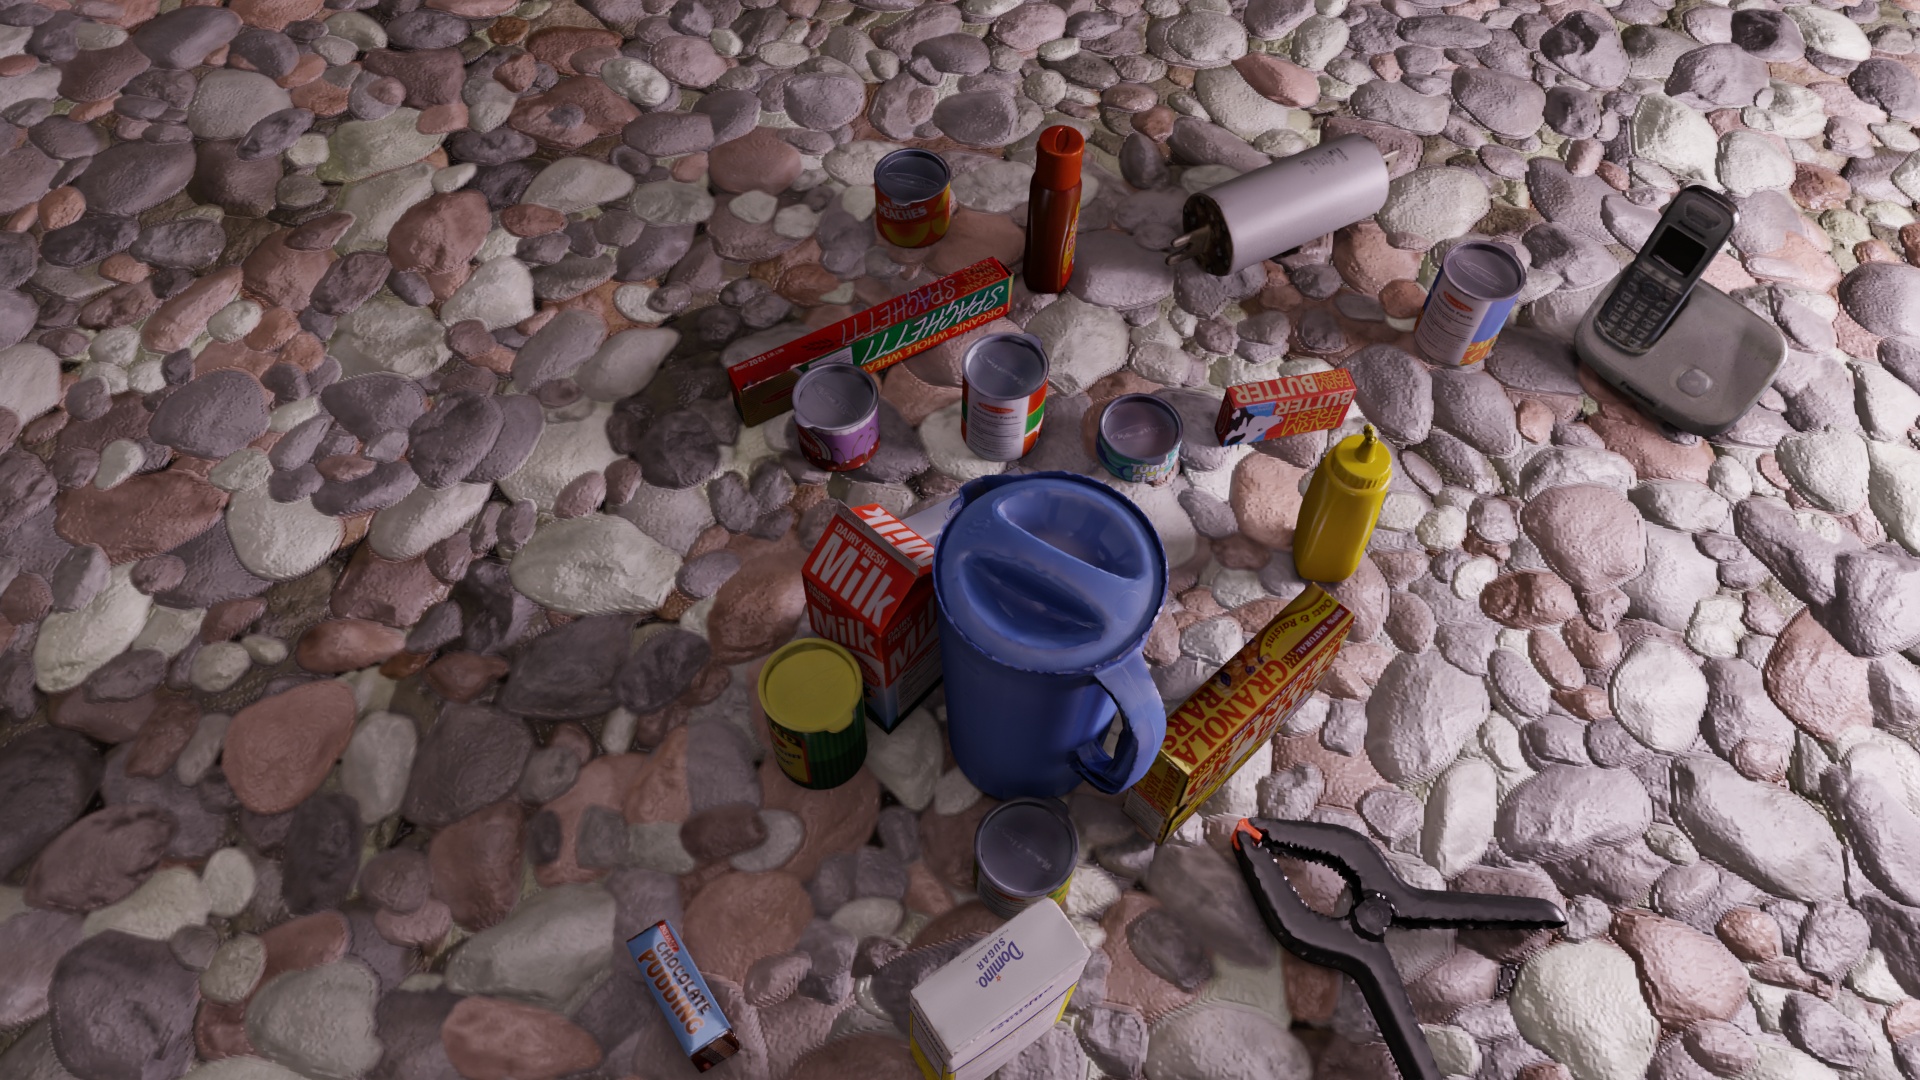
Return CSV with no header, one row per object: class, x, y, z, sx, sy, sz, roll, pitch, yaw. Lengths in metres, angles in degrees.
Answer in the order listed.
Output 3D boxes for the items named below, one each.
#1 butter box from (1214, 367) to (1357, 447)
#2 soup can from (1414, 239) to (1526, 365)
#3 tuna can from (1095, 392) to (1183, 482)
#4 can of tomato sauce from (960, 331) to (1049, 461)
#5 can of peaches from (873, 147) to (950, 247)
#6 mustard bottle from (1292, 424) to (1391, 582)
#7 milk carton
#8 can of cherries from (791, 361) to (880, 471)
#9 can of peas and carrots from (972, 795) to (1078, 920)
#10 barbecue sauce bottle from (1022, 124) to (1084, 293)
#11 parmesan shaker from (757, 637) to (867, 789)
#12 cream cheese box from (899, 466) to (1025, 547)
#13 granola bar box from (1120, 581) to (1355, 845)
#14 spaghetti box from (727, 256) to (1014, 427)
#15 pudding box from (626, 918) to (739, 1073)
butter box,0.257,-0.105,1.102,0.103,0.053,0.024,-10,59,-7
soup can,0.420,-0.196,1.144,0.071,0.083,0.071,1,58,-1
tuna can,0.141,-0.079,1.094,0.071,0.032,0.071,1,58,-1
can of tomato sauce,0.034,-0.112,1.083,0.071,0.082,0.071,1,58,-1
can of peaches,-0.043,-0.297,1.212,0.071,0.057,0.071,1,58,-1
mustard bottle,0.276,-0.031,0.992,0.049,0.159,0.065,7,58,3
milk carton,-0.052,0.045,0.919,0.072,0.189,0.074,38,65,20
can of cherries,-0.098,-0.095,1.084,0.071,0.058,0.072,1,58,-1
can of peas and carrots,0.042,0.205,0.898,0.071,0.058,0.071,1,58,-1
barbecue sauce bottle,0.077,-0.275,1.148,0.044,0.147,0.065,10,59,5
parmesan shaker,-0.095,0.120,0.923,0.071,0.102,0.071,1,58,-1
cream cheese box,0.004,-0.013,1.038,0.104,0.053,0.024,-25,62,-16
granola bar box,0.182,0.116,0.919,0.166,0.123,0.039,-39,66,-22
spaghetti box,-0.070,-0.164,1.133,0.251,0.050,0.029,-26,62,-17
pudding box,-0.170,0.279,0.852,0.030,0.049,0.084,-30,63,-18
